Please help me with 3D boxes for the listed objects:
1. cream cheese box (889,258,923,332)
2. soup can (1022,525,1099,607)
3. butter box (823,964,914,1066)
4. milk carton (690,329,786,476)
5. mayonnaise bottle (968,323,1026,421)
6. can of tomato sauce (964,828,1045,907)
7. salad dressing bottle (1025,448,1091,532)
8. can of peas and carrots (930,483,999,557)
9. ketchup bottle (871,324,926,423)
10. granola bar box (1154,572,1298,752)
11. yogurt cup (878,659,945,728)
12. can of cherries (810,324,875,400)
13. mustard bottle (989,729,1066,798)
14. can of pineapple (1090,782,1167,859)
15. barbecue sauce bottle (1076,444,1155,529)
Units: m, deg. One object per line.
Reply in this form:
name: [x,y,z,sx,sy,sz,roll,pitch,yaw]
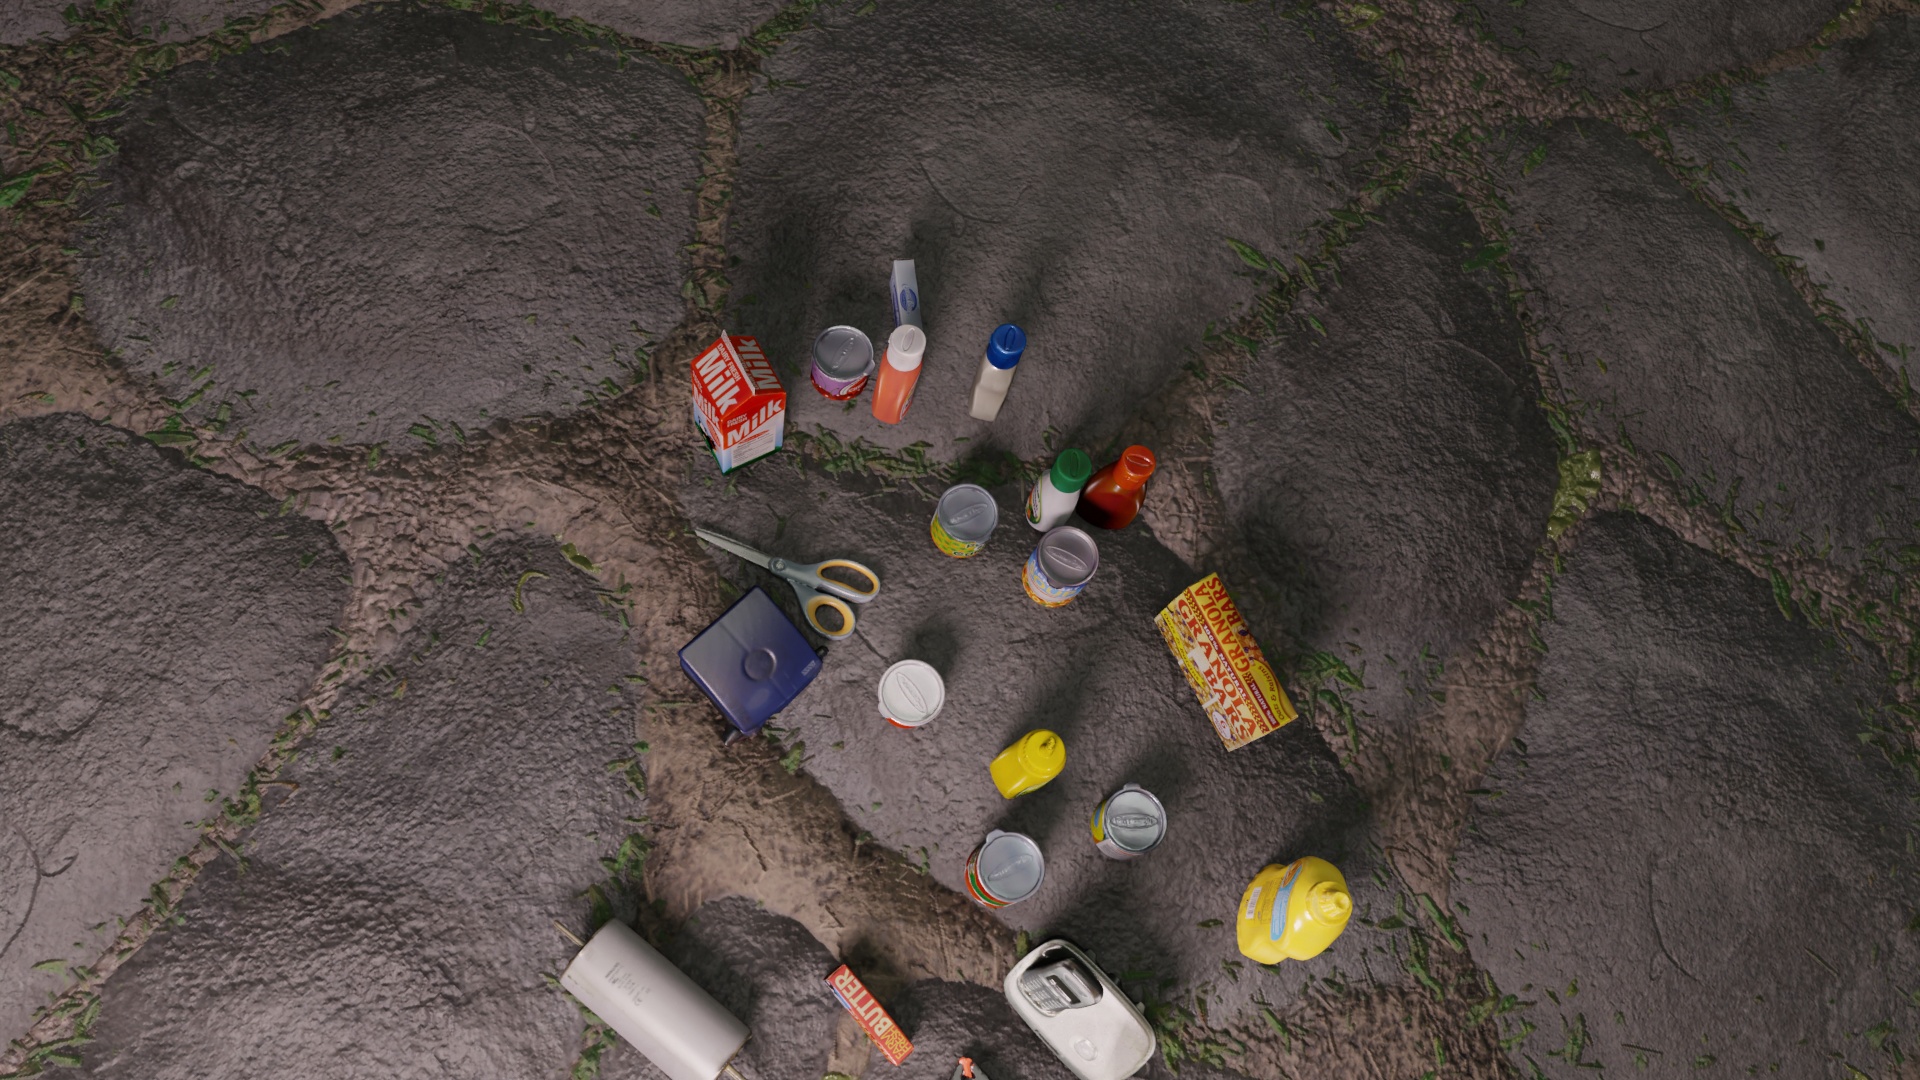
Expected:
cream cheese box: [-0.060,-0.258,1.558,0.024,0.053,0.104,-4,72,-11]
soup can: [0.103,0.031,1.467,0.071,0.083,0.071,3,71,-8]
butter box: [-0.086,0.445,1.306,0.024,0.053,0.103,-39,81,-19]
milk carton: [-0.226,-0.143,1.417,0.073,0.190,0.072,-26,77,-17]
mayonnaise bottle: [0.040,-0.184,1.498,0.041,0.147,0.065,15,70,-4]
can of tomato sauce: [0.041,0.321,1.355,0.071,0.082,0.071,3,71,-8]
salad dressing bottle: [0.104,-0.054,1.463,0.044,0.147,0.064,6,70,-7]
can of peas and carrots: [0.005,-0.019,1.481,0.071,0.058,0.071,3,71,-8]
ketchup bottle: [-0.065,-0.181,1.479,0.043,0.148,0.065,20,69,-2]
granola bar box: [0.271,0.129,1.438,0.039,0.123,0.166,-24,76,-16]
yogurt cup: [-0.052,0.159,1.412,0.072,0.053,0.072,3,71,-8]
can of cherries: [-0.129,-0.192,1.520,0.071,0.058,0.071,3,71,-8]
mustard bottle: [0.072,0.215,1.356,0.065,0.159,0.049,-24,77,-16]
can of pineapple: [0.170,0.285,1.402,0.071,0.057,0.071,3,71,-8]
barbecue sauce bottle: [0.169,-0.057,1.474,0.065,0.148,0.044,18,69,-3]
